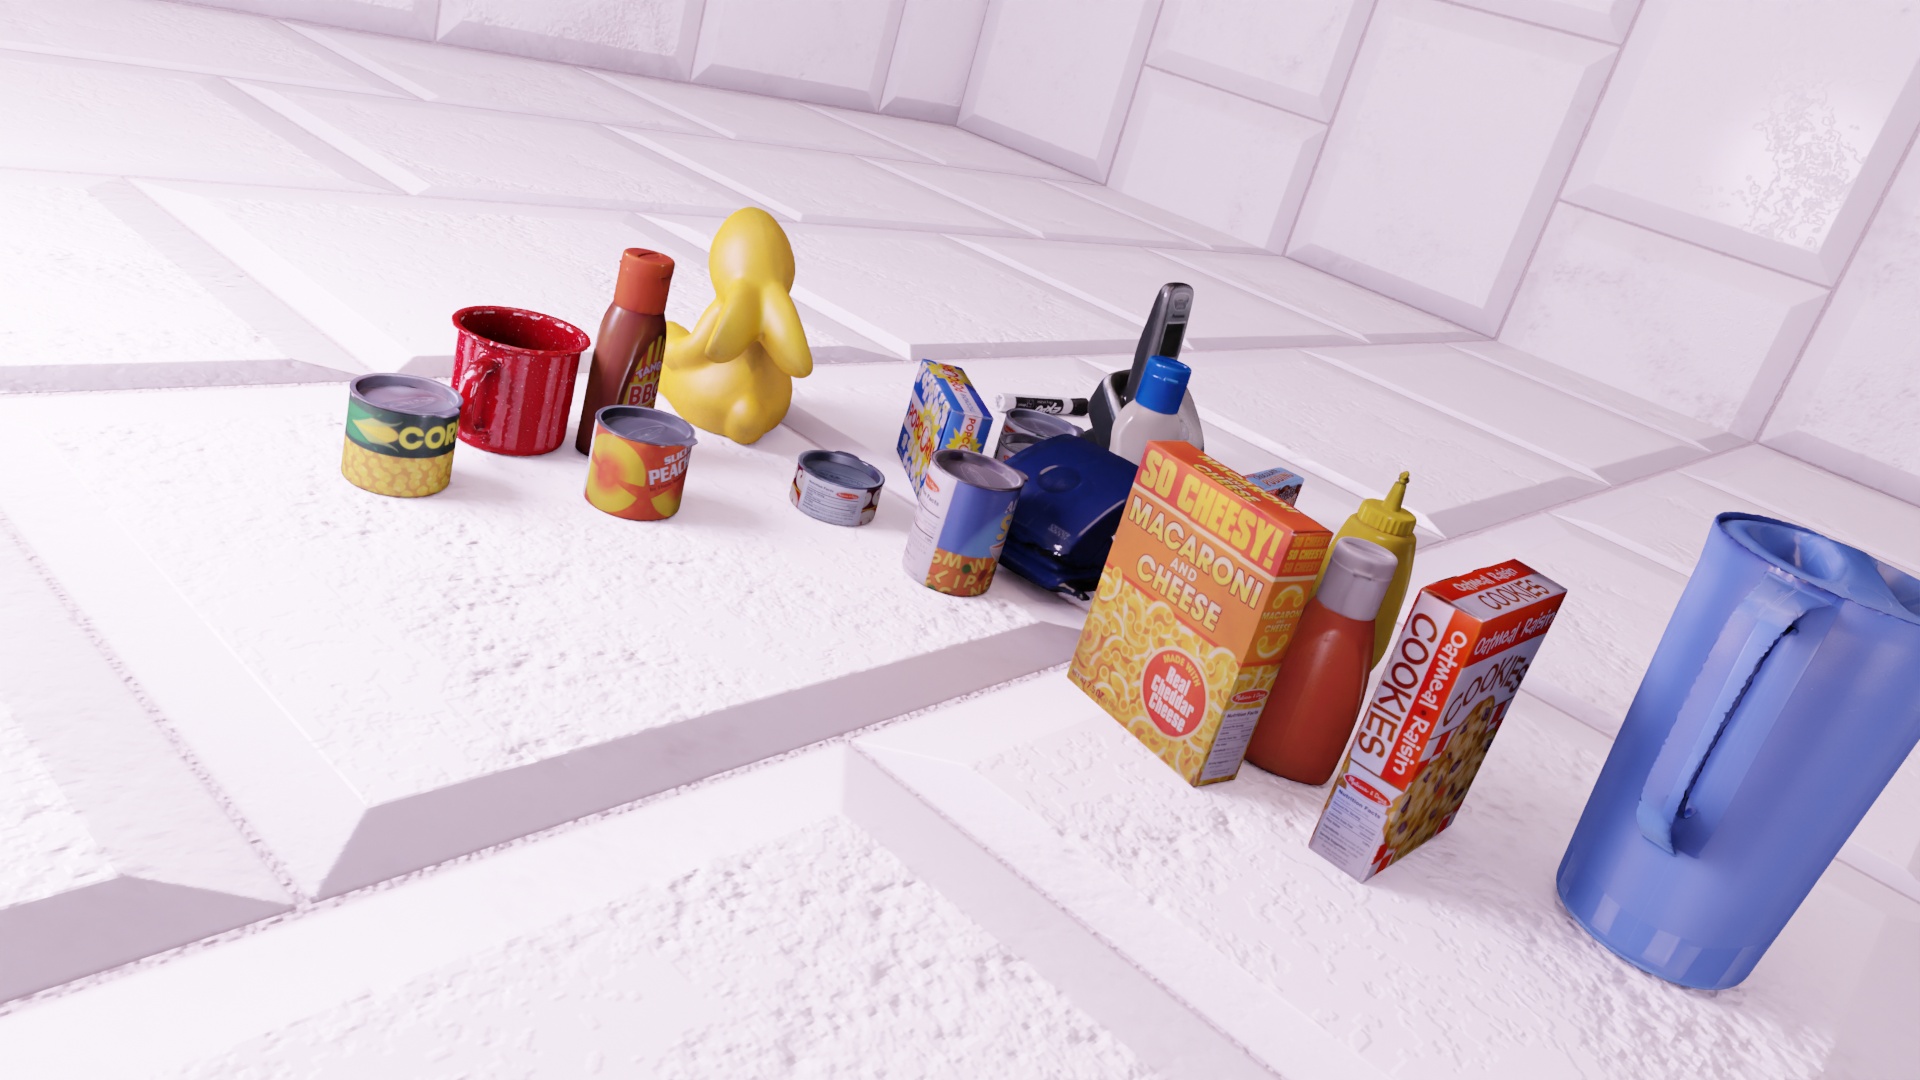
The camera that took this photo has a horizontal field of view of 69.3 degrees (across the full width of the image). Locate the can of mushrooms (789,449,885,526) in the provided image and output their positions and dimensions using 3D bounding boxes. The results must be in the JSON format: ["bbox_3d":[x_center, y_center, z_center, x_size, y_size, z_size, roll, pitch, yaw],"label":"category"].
[{"bbox_3d":[-0.091,-0.040,1.027,0.071,0.033,0.071,14,22,-6],"label":"can of mushrooms"}]

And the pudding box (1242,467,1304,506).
[{"bbox_3d":[0.275,-0.037,1.261,0.030,0.049,0.084,31,26,31],"label":"pudding box"}]

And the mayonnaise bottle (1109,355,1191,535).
[{"bbox_3d":[0.148,-0.076,1.132,0.065,0.147,0.041,13,22,-9],"label":"mayonnaise bottle"}]

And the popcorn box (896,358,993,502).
[{"bbox_3d":[-0.015,-0.085,1.121,0.038,0.085,0.127,10,23,-17],"label":"popcorn box"}]

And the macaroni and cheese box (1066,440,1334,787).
[{"bbox_3d":[0.137,0.040,0.822,0.040,0.165,0.124,-1,28,-38],"label":"macaroni and cheese box"}]

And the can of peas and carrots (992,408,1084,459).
[{"bbox_3d":[0.065,-0.074,1.187,0.071,0.058,0.071,14,22,-6],"label":"can of peas and carrots"}]

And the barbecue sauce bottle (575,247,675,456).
[{"bbox_3d":[-0.236,-0.132,0.990,0.044,0.148,0.065,21,22,11],"label":"barbecue sauce bottle"}]

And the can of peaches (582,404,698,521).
[{"bbox_3d":[-0.214,-0.051,0.933,0.071,0.057,0.071,14,22,-6],"label":"can of peaches"}]

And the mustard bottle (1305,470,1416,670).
[{"bbox_3d":[0.286,0.022,0.981,0.065,0.159,0.049,9,23,-19],"label":"mustard bottle"}]

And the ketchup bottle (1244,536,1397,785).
[{"bbox_3d":[0.216,0.071,0.829,0.065,0.148,0.044,20,22,8],"label":"ketchup bottle"}]

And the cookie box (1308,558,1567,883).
[{"bbox_3d":[0.267,0.097,0.779,0.040,0.166,0.123,32,26,34],"label":"cookie box"}]

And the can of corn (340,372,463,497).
[{"bbox_3d":[-0.348,-0.065,0.870,0.071,0.058,0.071,14,22,-6],"label":"can of corn"}]

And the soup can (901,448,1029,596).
[{"bbox_3d":[0.003,-0.012,0.962,0.071,0.083,0.071,15,22,-6],"label":"soup can"}]

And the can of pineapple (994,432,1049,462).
[{"bbox_3d":[0.057,-0.048,1.121,0.071,0.057,0.071,14,22,-6],"label":"can of pineapple"}]
